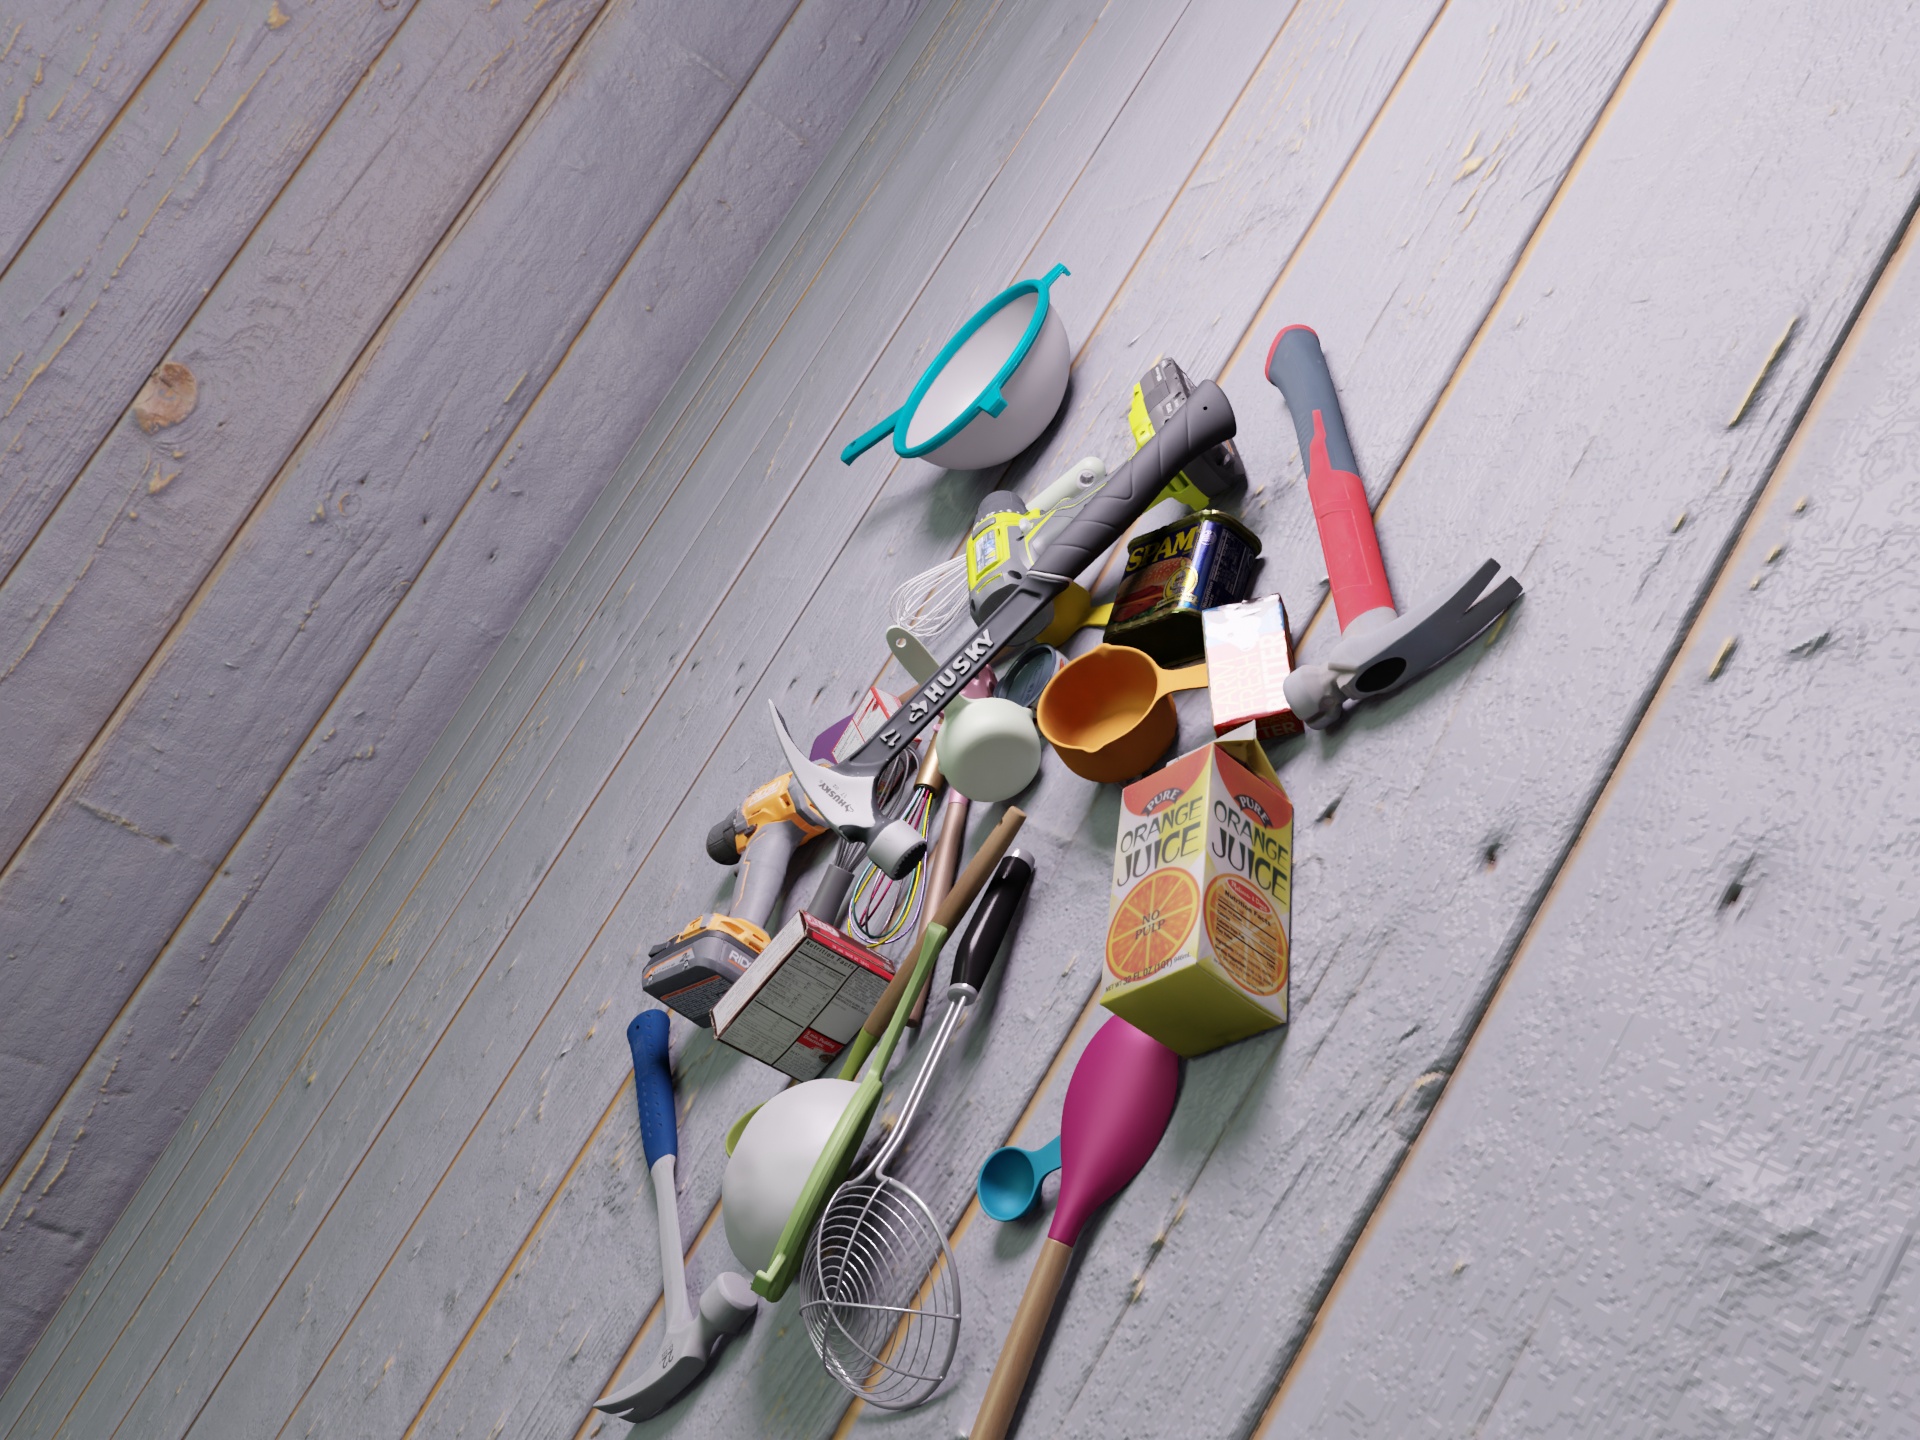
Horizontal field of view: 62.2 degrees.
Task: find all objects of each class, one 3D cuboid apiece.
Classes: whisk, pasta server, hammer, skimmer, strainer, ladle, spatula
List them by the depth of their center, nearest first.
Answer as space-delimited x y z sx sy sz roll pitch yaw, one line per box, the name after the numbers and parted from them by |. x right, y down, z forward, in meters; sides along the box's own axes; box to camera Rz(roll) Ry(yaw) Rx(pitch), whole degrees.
-0.003 0.239 1.003 0.127 0.090 0.363 -21 31 42 | skimmer
-0.089 0.238 1.022 0.151 0.069 0.256 91 -156 -75 | strainer
0.256 -0.162 1.035 0.143 0.038 0.387 -37 31 30 | hammer
0.043 -0.085 1.083 0.409 0.149 0.036 -46 -20 -10 | hammer
-0.057 0.187 1.090 0.320 0.062 0.078 -57 19 9 | ladle
-0.012 0.084 1.197 0.060 0.040 0.316 -19 43 35 | pasta server
-0.237 0.361 1.248 0.144 0.035 0.406 -50 26 10 | hammer
-0.038 0.073 1.250 0.047 0.051 0.245 -32 30 49 | whisk
-0.094 0.123 1.285 0.055 0.055 0.239 8 71 62 | whisk
-0.044 -0.016 1.395 0.316 0.018 0.060 -29 40 44 | spatula
0.031 -0.152 1.401 0.246 0.057 0.059 -37 22 24 | whisk
0.001 -0.297 1.573 0.340 0.095 0.211 -21 39 53 | strainer

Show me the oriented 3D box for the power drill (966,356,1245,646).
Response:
0.098 -0.175 1.240 0.228 0.080 0.191 -36 27 20 | power drill

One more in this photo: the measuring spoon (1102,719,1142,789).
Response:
0.105 0.017 1.109 0.034 0.018 0.124 -48 33 14 | measuring spoon

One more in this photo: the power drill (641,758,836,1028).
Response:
-0.194 0.150 1.384 0.185 0.084 0.226 -27 33 45 | power drill

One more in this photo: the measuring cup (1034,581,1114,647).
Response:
0.097 -0.088 1.223 0.062 0.029 0.156 -61 24 -13 | measuring cup

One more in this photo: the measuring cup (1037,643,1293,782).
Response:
0.139 -0.008 1.049 0.173 0.052 0.095 -11 46 22 | measuring cup

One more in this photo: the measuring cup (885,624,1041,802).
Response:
-0.002 -0.004 1.139 0.083 0.167 0.038 -34 35 8 | measuring cup

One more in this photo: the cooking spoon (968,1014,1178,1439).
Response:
0.044 0.303 0.847 0.069 0.017 0.319 7 66 41 | cooking spoon

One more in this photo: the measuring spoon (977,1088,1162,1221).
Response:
0.065 0.244 0.901 0.128 0.021 0.042 -35 48 18 | measuring spoon
